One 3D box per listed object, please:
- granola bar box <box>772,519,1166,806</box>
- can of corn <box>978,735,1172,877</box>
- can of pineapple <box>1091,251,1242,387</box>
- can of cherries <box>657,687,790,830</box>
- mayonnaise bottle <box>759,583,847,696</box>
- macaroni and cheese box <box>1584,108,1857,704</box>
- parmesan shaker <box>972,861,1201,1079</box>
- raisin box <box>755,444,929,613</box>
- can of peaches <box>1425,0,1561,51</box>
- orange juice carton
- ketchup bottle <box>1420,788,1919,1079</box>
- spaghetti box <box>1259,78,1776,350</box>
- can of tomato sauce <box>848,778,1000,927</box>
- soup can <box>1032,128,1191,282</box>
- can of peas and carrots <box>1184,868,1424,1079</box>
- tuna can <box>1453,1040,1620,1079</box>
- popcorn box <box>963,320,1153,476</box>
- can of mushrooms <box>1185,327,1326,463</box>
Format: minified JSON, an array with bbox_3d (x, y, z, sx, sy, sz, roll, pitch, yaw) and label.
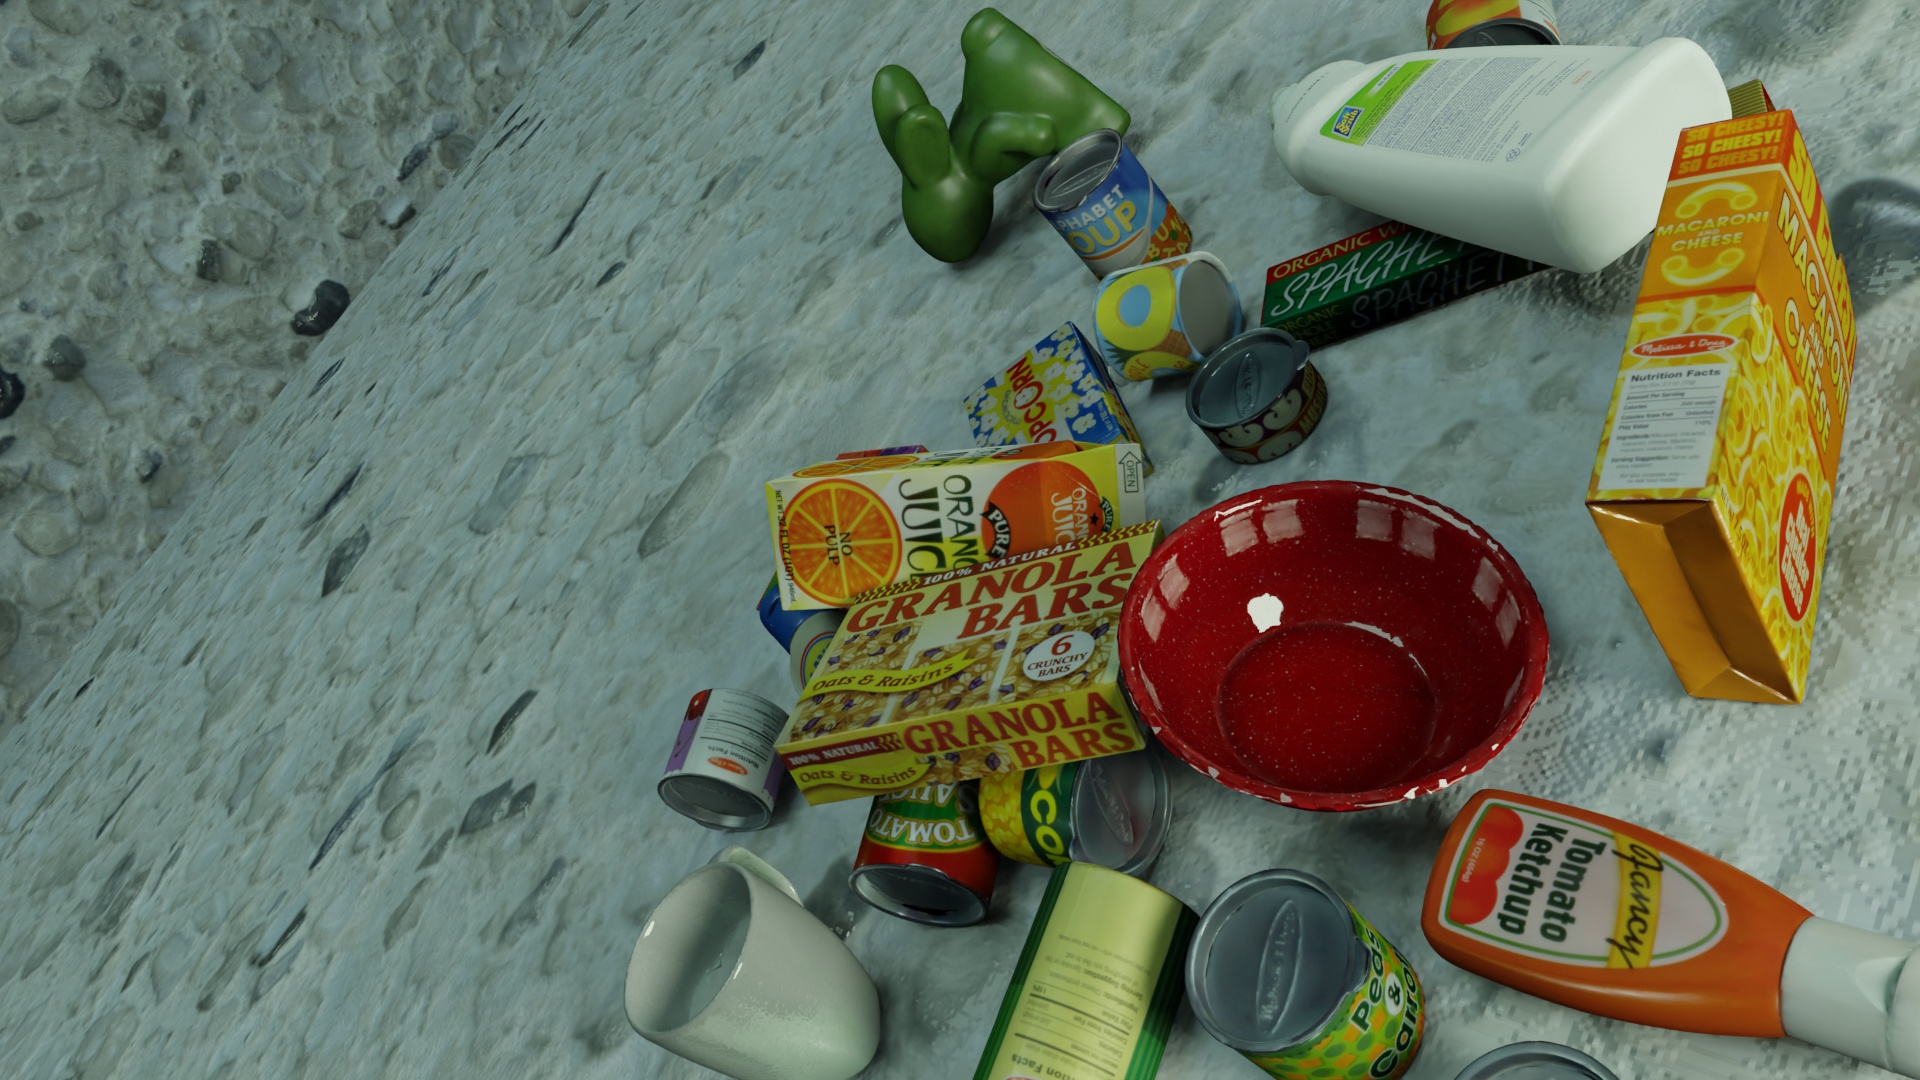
[{"bbox_3d":[0.012,0.056,0.635,0.165,0.039,0.125,-14,27,25],"label":"granola bar box"},{"bbox_3d":[0.049,0.115,0.613,0.058,0.071,0.071,-3,54,47],"label":"can of corn"},{"bbox_3d":[0.117,-0.124,0.783,0.058,0.071,0.071,-5,52,44],"label":"can of pineapple"},{"bbox_3d":[-0.134,0.127,0.800,0.071,0.071,0.059,-18,44,36],"label":"can of cherries"},{"bbox_3d":[-0.061,0.073,0.764,0.148,0.041,0.064,41,106,42],"label":"mayonnaise bottle"},{"bbox_3d":[0.273,-0.046,0.485,0.040,0.123,0.167,0,56,44],"label":"macaroni and cheese box"},{"bbox_3d":[0.052,0.188,0.542,0.071,0.071,0.103,-3,53,46],"label":"parmesan shaker"},{"bbox_3d":[-0.066,0.001,0.876,0.086,0.040,0.124,-4,52,46],"label":"raisin box"},{"bbox_3d":[0.282,-0.264,0.744,0.071,0.071,0.058,-20,42,34],"label":"can of peaches"},{"bbox_3d":[0.003,-0.009,0.731,0.192,0.071,0.073,-4,10,17],"label":"orange juice carton"},{"bbox_3d":[0.225,0.125,0.437,0.149,0.043,0.065,8,62,50],"label":"ketchup bottle"},{"bbox_3d":[0.264,-0.151,0.684,0.249,0.028,0.050,-17,43,36],"label":"spaghetti box"},{"bbox_3d":[-0.011,0.130,0.660,0.071,0.071,0.083,-16,44,37],"label":"can of tomato sauce"},{"bbox_3d":[0.095,-0.201,0.866,0.071,0.083,0.072,-29,38,26],"label":"soup can"},{"bbox_3d":[0.125,0.160,0.495,0.071,0.058,0.071,-27,39,25],"label":"can of peas and carrots"},{"bbox_3d":[0.180,0.192,0.427,0.071,0.032,0.071,-28,39,25],"label":"tuna can"},{"bbox_3d":[0.054,-0.064,0.813,0.085,0.038,0.127,-35,36,15],"label":"popcorn box"},{"bbox_3d":[0.155,-0.076,0.721,0.071,0.033,0.071,-29,38,25],"label":"can of mushrooms"}]
